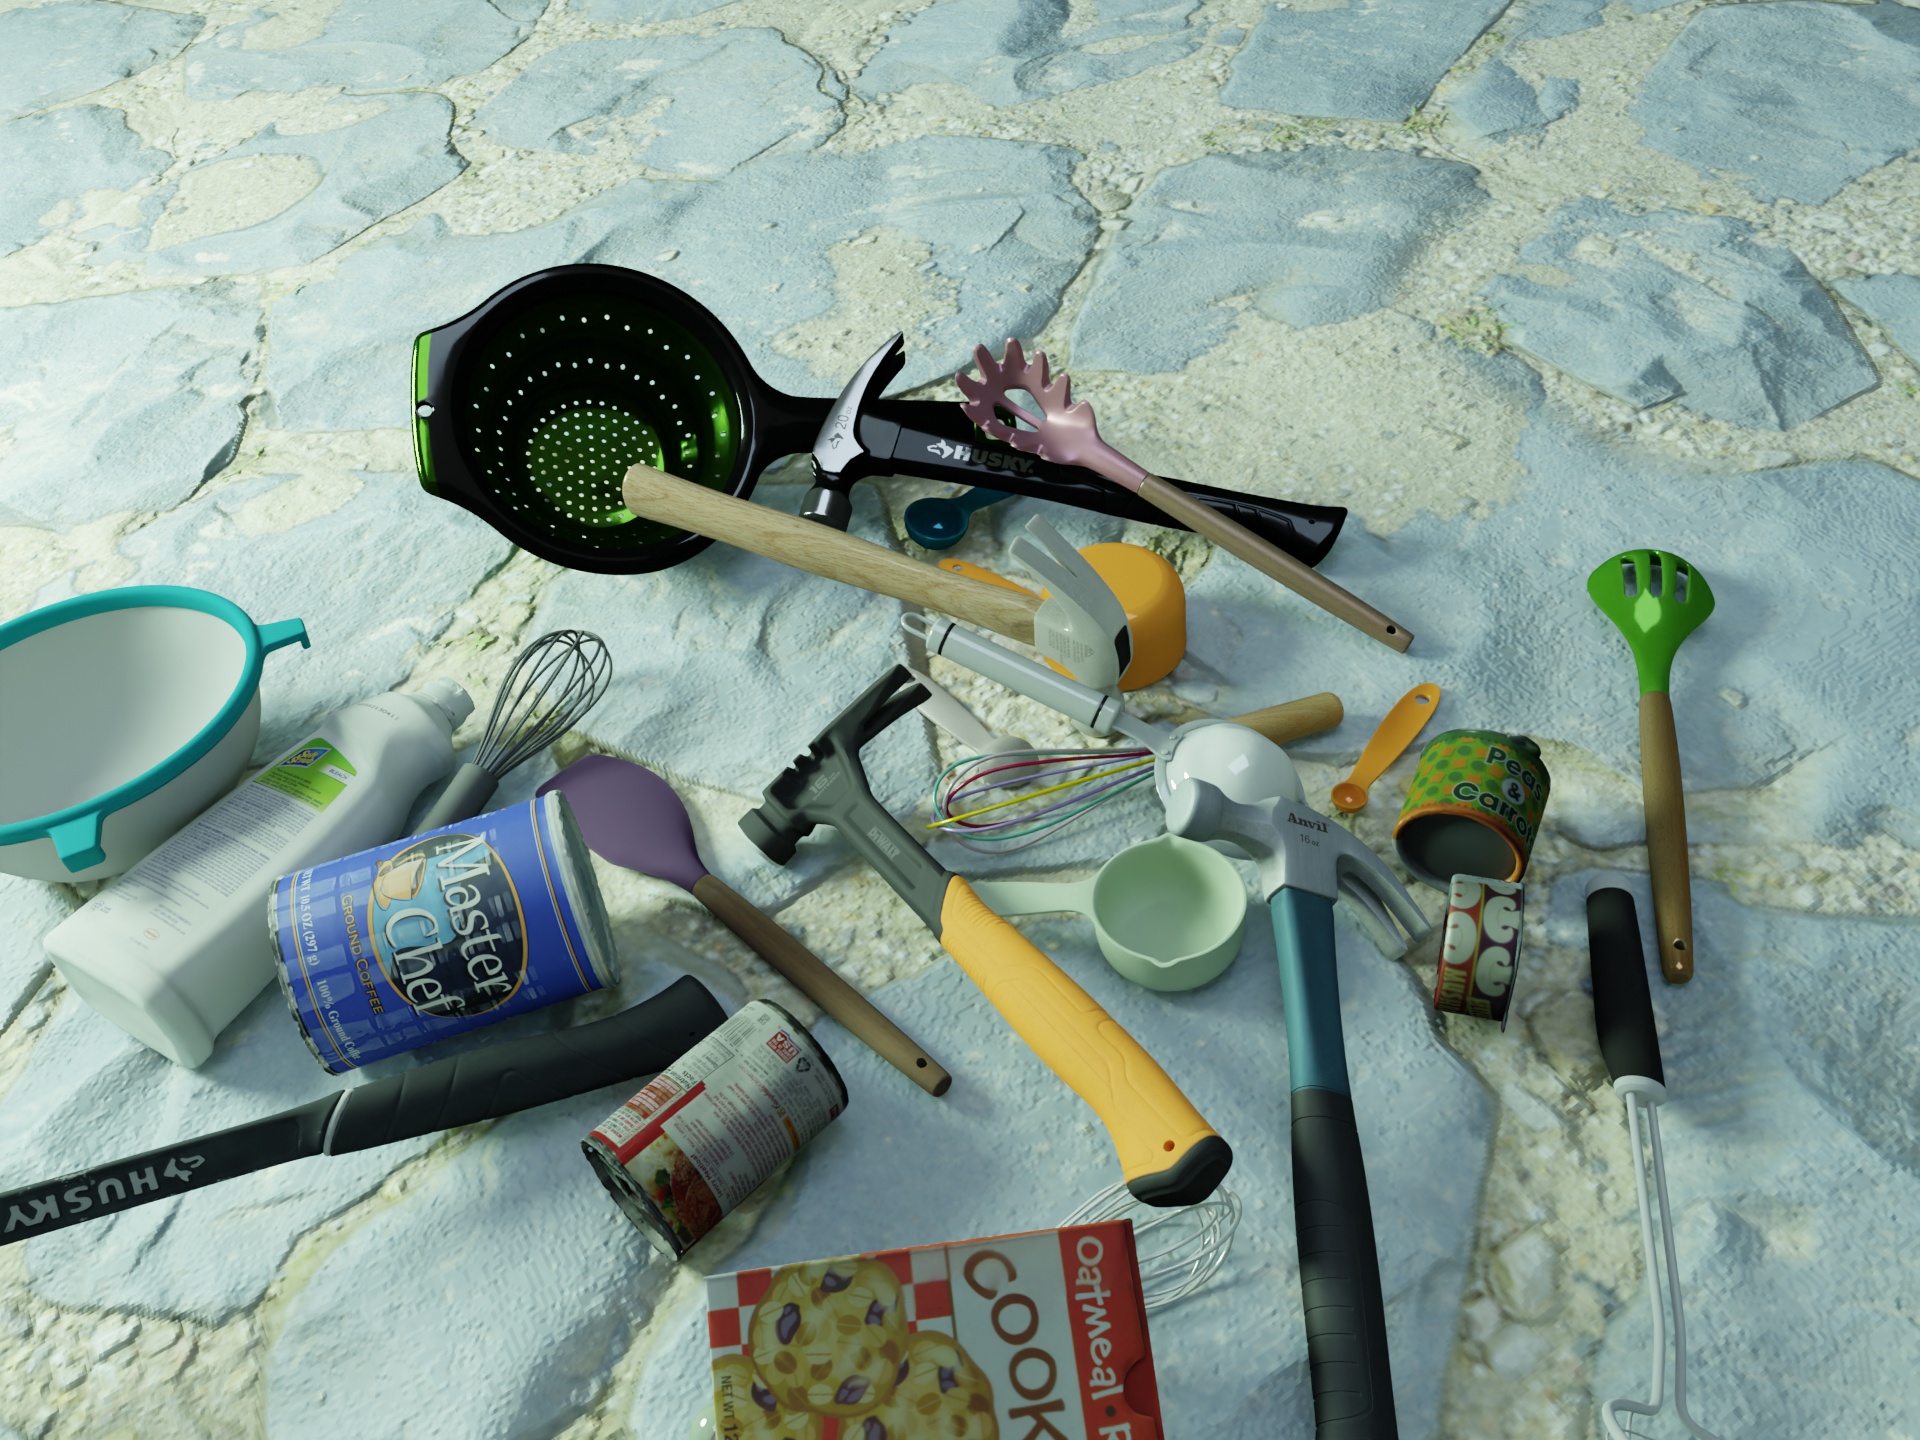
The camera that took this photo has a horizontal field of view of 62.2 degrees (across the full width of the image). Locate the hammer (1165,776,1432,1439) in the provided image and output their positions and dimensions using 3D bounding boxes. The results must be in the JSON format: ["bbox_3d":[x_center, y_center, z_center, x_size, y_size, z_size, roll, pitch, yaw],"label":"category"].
[{"bbox_3d":[0.156,0.176,0.687,0.128,0.033,0.331,16,50,-16],"label":"hammer"}]

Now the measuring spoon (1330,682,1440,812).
[{"bbox_3d":[0.236,0.015,0.877,0.021,0.011,0.117,24,50,28],"label":"measuring spoon"}]

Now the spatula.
[{"bbox_3d":[-0.117,0.098,0.832,0.060,0.018,0.316,-37,52,-27],"label":"spatula"}]

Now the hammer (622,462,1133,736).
[{"bbox_3d":[-0.056,-0.091,0.918,0.331,0.129,0.031,20,54,20],"label":"hammer"}]

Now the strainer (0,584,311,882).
[{"bbox_3d":[-0.546,0.014,0.918,0.340,0.095,0.211,7,44,19],"label":"strainer"}]

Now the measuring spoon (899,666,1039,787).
[{"bbox_3d":[-0.001,-0.003,0.915,0.034,0.018,0.124,-33,50,-23],"label":"measuring spoon"}]

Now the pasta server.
[{"bbox_3d":[0.133,-0.131,0.955,0.316,0.040,0.060,34,84,13],"label":"pasta server"}]

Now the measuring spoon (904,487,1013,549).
[{"bbox_3d":[0.015,-0.142,1.056,0.128,0.021,0.042,-30,59,-33],"label":"measuring spoon"}]

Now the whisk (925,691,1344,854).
[{"bbox_3d":[0.096,0.023,0.866,0.245,0.047,0.051,-15,58,-14],"label":"whisk"}]

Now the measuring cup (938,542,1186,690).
[{"bbox_3d":[0.056,-0.082,0.960,0.174,0.052,0.095,26,54,26],"label":"measuring cup"}]

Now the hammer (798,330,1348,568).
[{"bbox_3d":[0.075,-0.154,1.005,0.335,0.035,0.146,12,68,7],"label":"hammer"}]

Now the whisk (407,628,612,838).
[{"bbox_3d":[-0.269,0.035,0.897,0.055,0.055,0.239,14,54,19],"label":"whisk"}]

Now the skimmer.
[{"bbox_3d":[0.304,0.190,0.641,0.127,0.090,0.364,27,44,-12],"label":"skimmer"}]

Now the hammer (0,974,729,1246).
[{"bbox_3d":[-0.300,0.192,0.714,0.409,0.149,0.036,-13,9,-17],"label":"hammer"}]

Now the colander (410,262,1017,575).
[{"bbox_3d":[-0.159,-0.187,1.066,0.397,0.094,0.204,-2,81,-19],"label":"colander"}]

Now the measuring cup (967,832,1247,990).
[{"bbox_3d":[0.060,0.100,0.798,0.167,0.038,0.083,-2,45,12],"label":"measuring cup"}]

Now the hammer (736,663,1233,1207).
[{"bbox_3d":[0.014,0.097,0.749,0.127,0.034,0.337,-46,46,-2],"label":"hammer"}]

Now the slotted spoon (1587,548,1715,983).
[{"bbox_3d":[0.377,0.008,0.854,0.070,0.031,0.314,6,49,13],"label":"slotted spoon"}]

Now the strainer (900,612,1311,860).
[{"bbox_3d":[0.083,0.000,0.830,0.258,0.050,0.087,26,51,8],"label":"strainer"}]

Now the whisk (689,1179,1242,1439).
[{"bbox_3d":[0.005,0.247,0.658,0.246,0.057,0.059,-21,13,-9],"label":"whisk"}]
